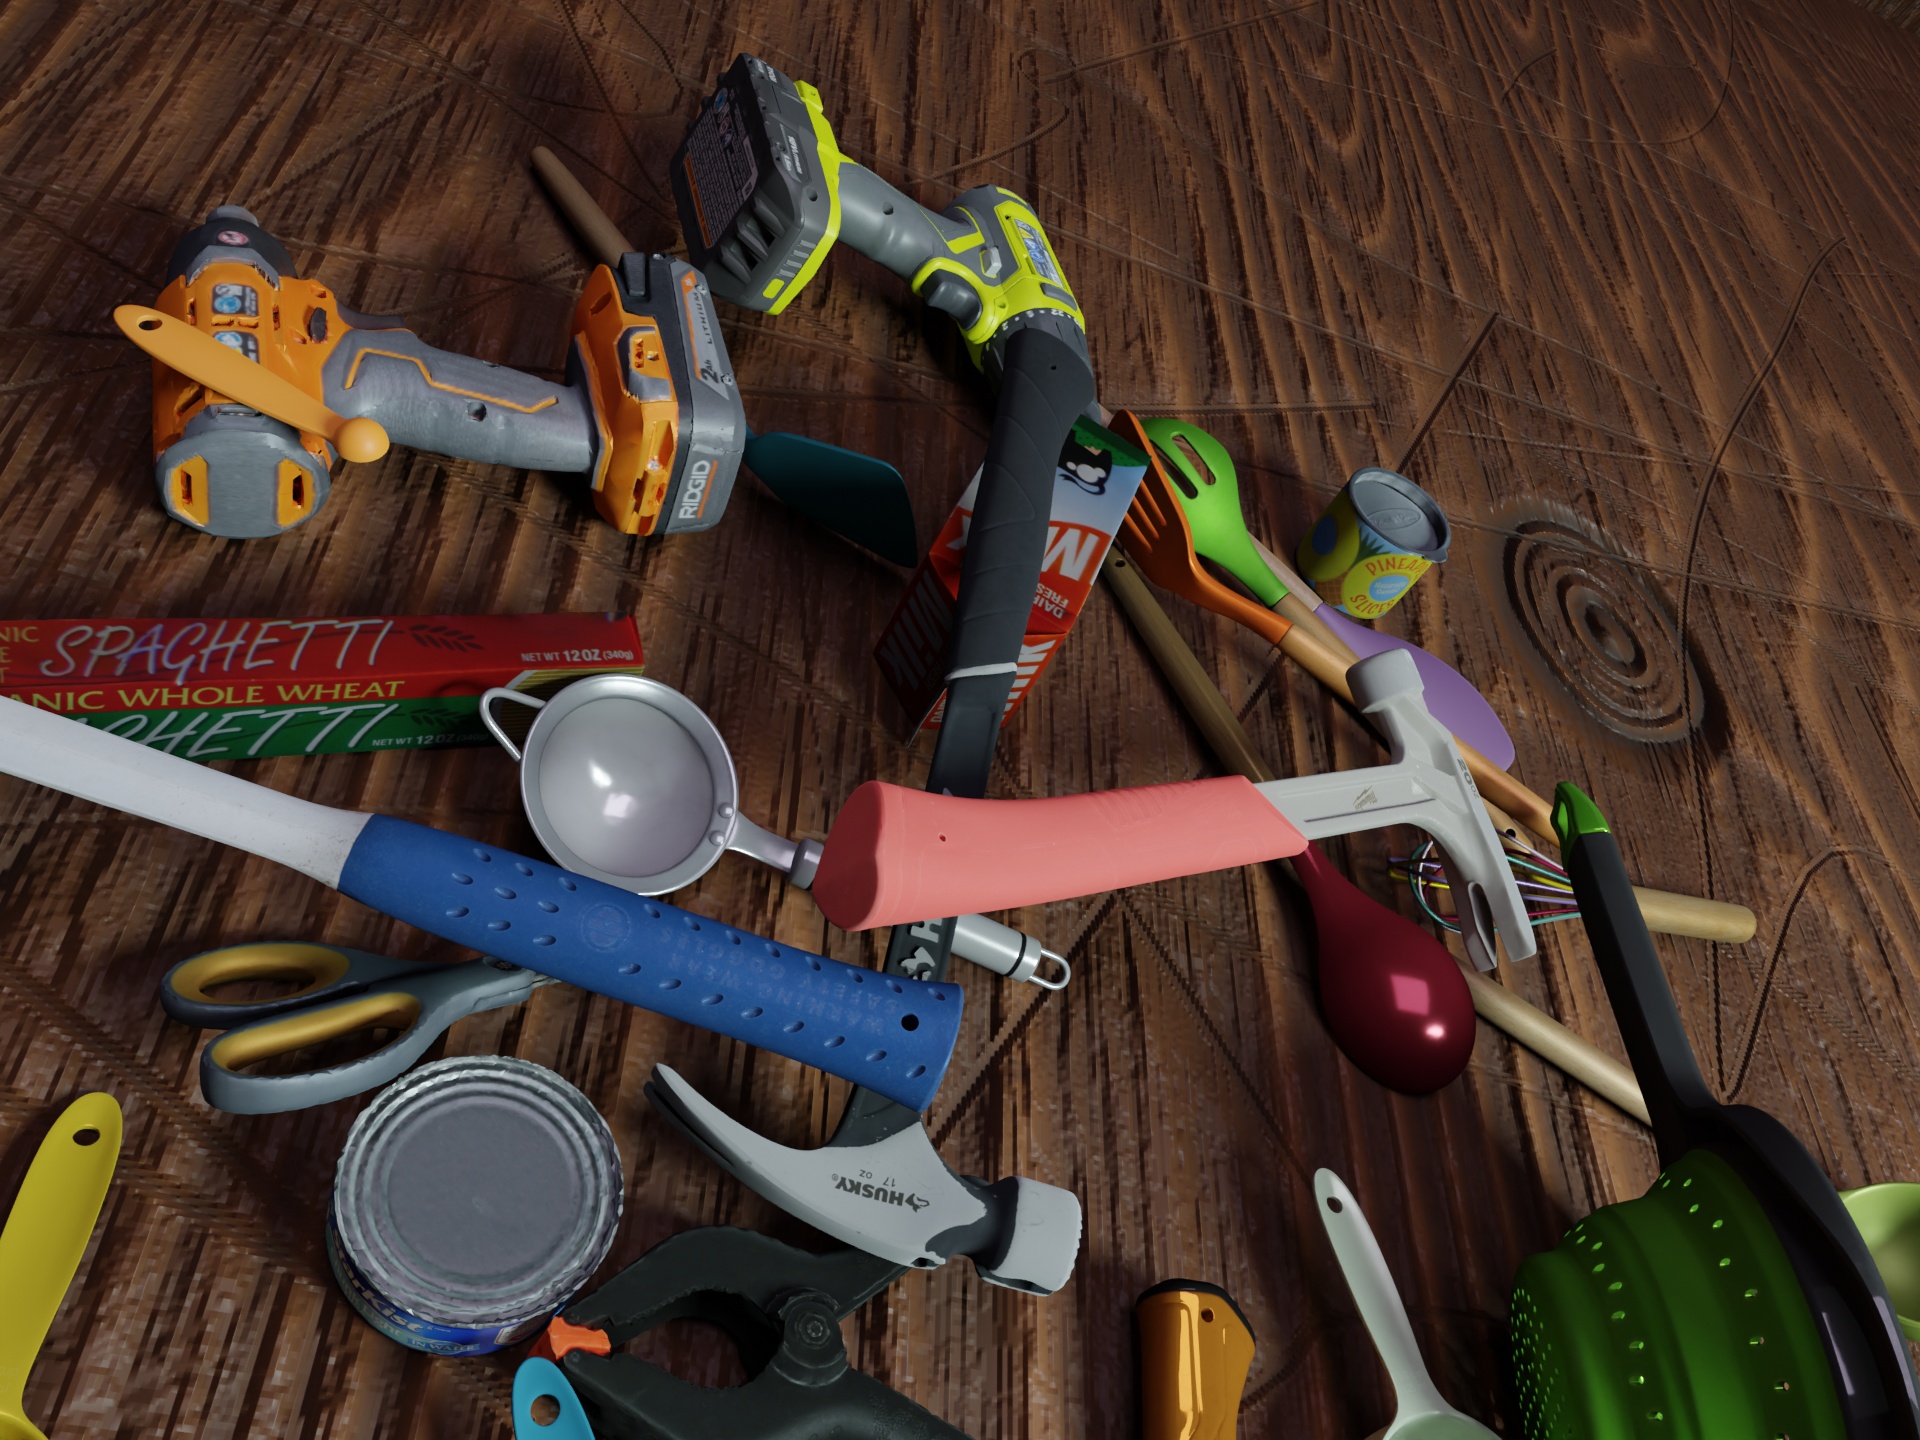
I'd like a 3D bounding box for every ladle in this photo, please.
[{"bbox_3d":[0.329,0.175,0.725,0.320,0.062,0.078,34,49,4],"label":"ladle"},{"bbox_3d":[0.144,0.032,0.760,0.069,0.031,0.316,-20,60,-16],"label":"ladle"}]

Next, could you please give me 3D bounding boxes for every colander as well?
[{"bbox_3d":[0.254,0.185,0.622,0.094,0.204,0.398,-7,46,6],"label":"colander"}]

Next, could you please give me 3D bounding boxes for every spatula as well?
[{"bbox_3d":[0.177,-0.078,0.877,0.316,0.018,0.060,43,64,10],"label":"spatula"},{"bbox_3d":[-0.128,-0.191,0.784,0.044,0.082,0.318,-33,66,-12],"label":"spatula"},{"bbox_3d":[0.188,-0.035,0.801,0.323,0.081,0.041,37,63,8],"label":"spatula"}]

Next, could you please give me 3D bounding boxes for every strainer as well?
[{"bbox_3d":[-0.068,0.054,0.617,0.258,0.050,0.087,26,59,-16],"label":"strainer"}]

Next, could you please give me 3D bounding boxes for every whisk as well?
[{"bbox_3d":[0.314,0.090,0.796,0.244,0.047,0.051,11,42,-26],"label":"whisk"}]

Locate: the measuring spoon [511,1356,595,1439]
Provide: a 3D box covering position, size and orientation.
[{"bbox_3d":[-0.100,0.241,0.443,0.042,0.021,0.129,-17,71,-21],"label":"measuring spoon"}]

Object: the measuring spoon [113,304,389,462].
[{"bbox_3d":[-0.263,-0.128,0.588,0.117,0.011,0.021,28,50,4],"label":"measuring spoon"}]

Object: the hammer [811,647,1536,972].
[{"bbox_3d":[0.097,0.048,0.605,0.359,0.036,0.149,-4,70,-43],"label":"hammer"}]

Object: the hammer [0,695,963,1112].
[{"bbox_3d":[-0.195,0.042,0.479,0.405,0.035,0.144,20,56,-7],"label":"hammer"}]

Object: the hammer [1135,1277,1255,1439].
[{"bbox_3d":[0.071,0.332,0.464,0.127,0.034,0.337,17,47,-18],"label":"hammer"}]

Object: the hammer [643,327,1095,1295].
[{"bbox_3d":[-0.001,-0.002,0.616,0.149,0.036,0.409,18,57,-10],"label":"hammer"}]

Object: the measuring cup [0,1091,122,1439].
[{"bbox_3d":[-0.258,0.171,0.430,0.062,0.029,0.157,15,36,-18],"label":"measuring cup"}]

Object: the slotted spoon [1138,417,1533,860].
[{"bbox_3d":[0.189,-0.046,0.845,0.070,0.031,0.314,-41,80,-6],"label":"slotted spoon"}]

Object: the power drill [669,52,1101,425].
[{"bbox_3d":[-0.026,-0.234,0.832,0.228,0.080,0.191,15,44,-37],"label":"power drill"}]

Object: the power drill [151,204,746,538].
[{"bbox_3d":[-0.220,-0.154,0.680,0.226,0.084,0.164,-2,55,-25],"label":"power drill"}]

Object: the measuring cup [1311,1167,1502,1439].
[{"bbox_3d":[0.154,0.249,0.579,0.083,0.038,0.168,4,50,-27],"label":"measuring cup"}]
